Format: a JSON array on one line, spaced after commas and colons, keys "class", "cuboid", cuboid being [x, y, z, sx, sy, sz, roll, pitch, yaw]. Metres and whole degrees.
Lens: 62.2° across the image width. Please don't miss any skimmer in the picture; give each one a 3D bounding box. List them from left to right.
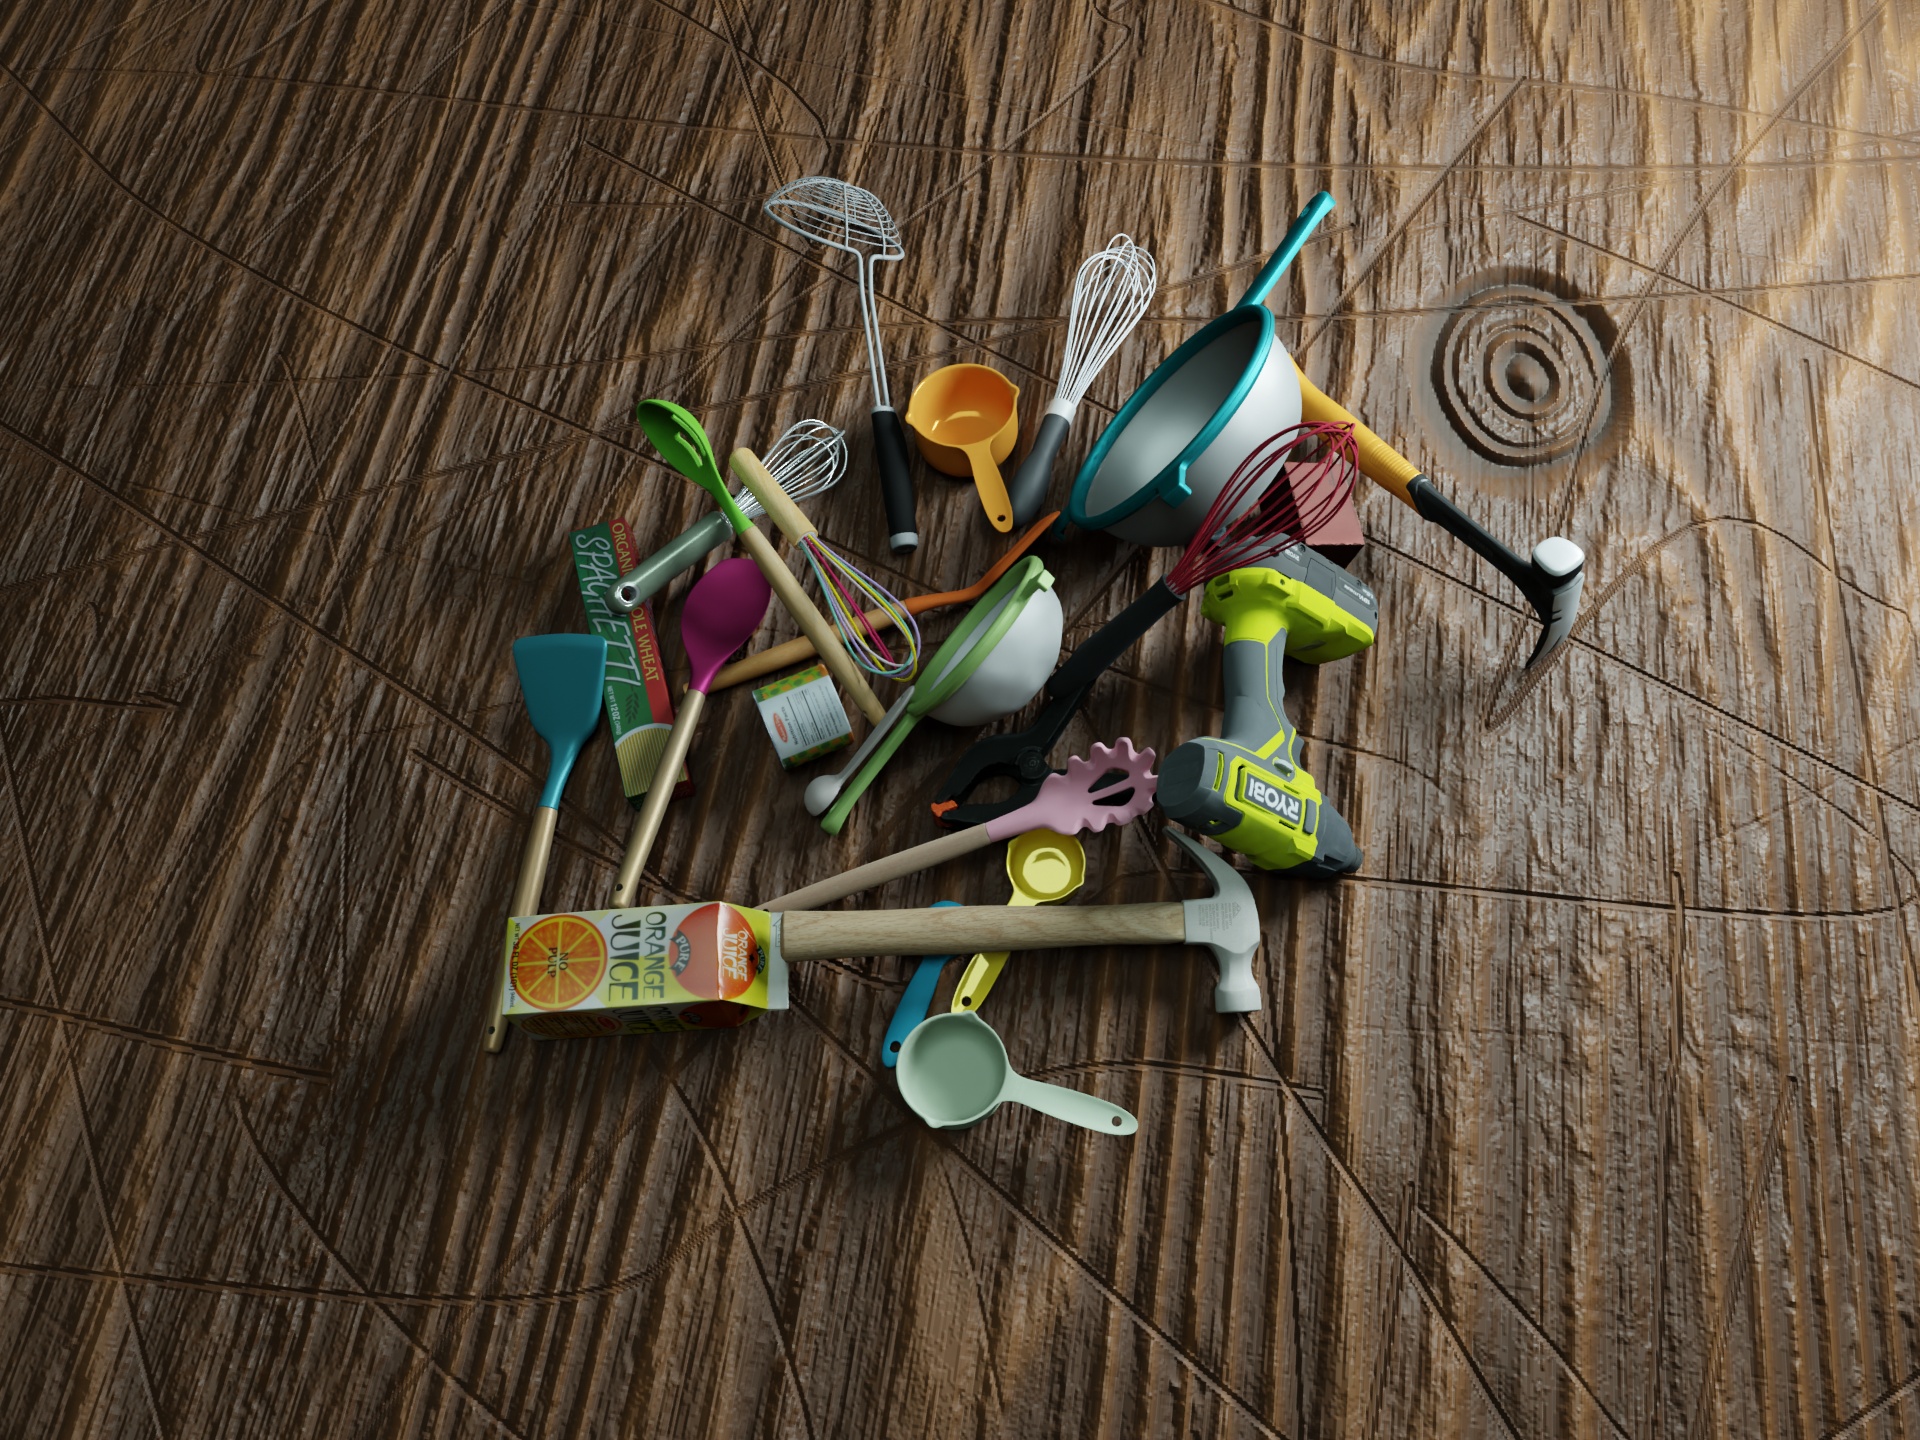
[{"class": "skimmer", "cuboid": [-0.088, -0.303, 1.346, 0.127, 0.090, 0.363, 1, 72, -36]}]

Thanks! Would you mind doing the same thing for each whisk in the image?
[{"class": "whisk", "cuboid": [-0.185, -0.163, 1.275, 0.246, 0.059, 0.057, -40, 105, -19]}, {"class": "whisk", "cuboid": [-0.108, -0.120, 1.215, 0.051, 0.047, 0.245, -35, 67, -9]}, {"class": "whisk", "cuboid": [0.095, -0.281, 1.319, 0.070, 0.070, 0.285, 19, 73, 13]}, {"class": "whisk", "cuboid": [0.163, -0.105, 1.109, 0.295, 0.073, 0.073, -42, 62, 30]}]

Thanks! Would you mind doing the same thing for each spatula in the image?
[{"class": "spatula", "cuboid": [-0.320, 0.087, 1.184, 0.082, 0.044, 0.318, -1, 66, 16]}, {"class": "spatula", "cuboid": [-0.068, -0.087, 1.243, 0.322, 0.081, 0.041, -21, 96, 0]}]

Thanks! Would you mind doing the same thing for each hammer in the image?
[{"class": "hammer", "cuboid": [0.041, 0.142, 1.105, 0.331, 0.031, 0.130, -2, 79, -1]}, {"class": "hammer", "cuboid": [0.345, -0.182, 1.236, 0.034, 0.127, 0.337, -34, 57, -9]}]

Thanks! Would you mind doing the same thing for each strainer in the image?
[{"class": "strainer", "cuboid": [-0.002, -0.004, 1.181, 0.069, 0.151, 0.256, 38, 92, -9]}, {"class": "strainer", "cuboid": [0.220, -0.254, 1.217, 0.095, 0.211, 0.340, 39, 75, -17]}]

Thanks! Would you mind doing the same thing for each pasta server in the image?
[{"class": "pasta server", "cuboid": [-0.007, 0.089, 1.135, 0.316, 0.040, 0.060, -20, 77, 6]}]

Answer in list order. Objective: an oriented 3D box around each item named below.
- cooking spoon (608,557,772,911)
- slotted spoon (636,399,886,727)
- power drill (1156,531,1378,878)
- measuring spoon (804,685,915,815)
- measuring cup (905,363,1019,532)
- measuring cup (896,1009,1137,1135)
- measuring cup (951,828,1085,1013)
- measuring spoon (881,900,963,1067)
[{"class": "cooking spoon", "cuboid": [-0.207, 0.002, 1.198, 0.069, 0.017, 0.319, 7, 57, 13]}, {"class": "slotted spoon", "cuboid": [-0.149, -0.123, 1.217, 0.031, 0.070, 0.314, -32, 81, -26]}, {"class": "power drill", "cuboid": [0.230, -0.005, 1.138, 0.171, 0.080, 0.223, 26, 62, -27]}, {"class": "measuring spoon", "cuboid": [-0.077, 0.019, 1.178, 0.018, 0.034, 0.124, 37, 99, -17]}, {"class": "measuring cup", "cuboid": [0.015, -0.207, 1.284, 0.095, 0.052, 0.174, -16, 61, -2]}, {"class": "measuring cup", "cuboid": [0.038, 0.254, 1.080, 0.167, 0.038, 0.083, 16, 67, 10]}, {"class": "measuring cup", "cuboid": [0.038, 0.147, 1.138, 0.062, 0.029, 0.156, 27, 77, 17]}, {"class": "measuring spoon", "cuboid": [-0.027, 0.184, 1.125, 0.042, 0.021, 0.129, 19, 67, 13]}]
